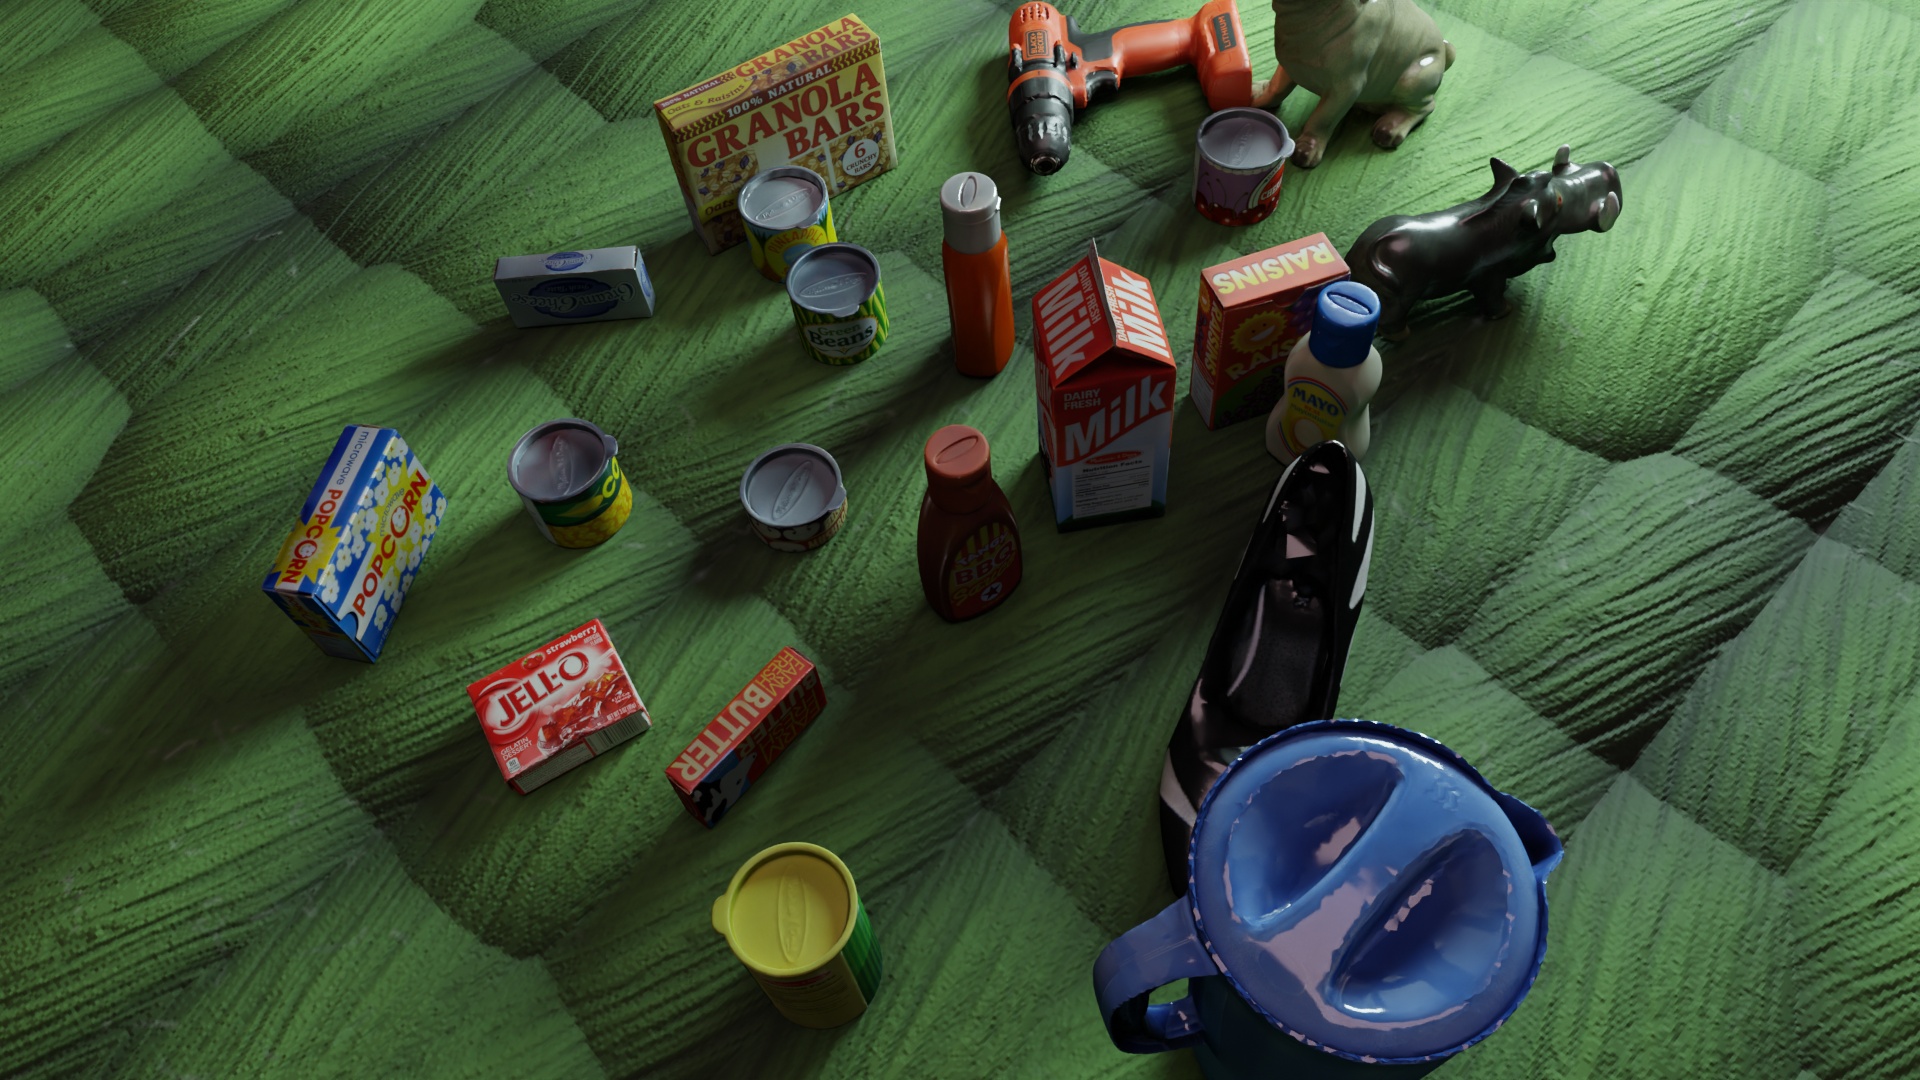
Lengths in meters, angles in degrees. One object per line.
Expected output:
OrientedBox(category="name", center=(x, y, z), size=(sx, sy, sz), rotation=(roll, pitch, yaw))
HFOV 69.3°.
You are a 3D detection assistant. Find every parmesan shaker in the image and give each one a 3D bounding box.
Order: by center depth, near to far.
OrientedBox(category="parmesan shaker", center=(-0.081, 0.204, 0.711), size=(0.071, 0.102, 0.071), rotation=(-2, 57, 4))

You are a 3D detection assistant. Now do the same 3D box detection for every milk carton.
OrientedBox(category="milk carton", center=(0.085, -0.090, 0.837), size=(0.073, 0.189, 0.072), rotation=(-10, 57, -1))

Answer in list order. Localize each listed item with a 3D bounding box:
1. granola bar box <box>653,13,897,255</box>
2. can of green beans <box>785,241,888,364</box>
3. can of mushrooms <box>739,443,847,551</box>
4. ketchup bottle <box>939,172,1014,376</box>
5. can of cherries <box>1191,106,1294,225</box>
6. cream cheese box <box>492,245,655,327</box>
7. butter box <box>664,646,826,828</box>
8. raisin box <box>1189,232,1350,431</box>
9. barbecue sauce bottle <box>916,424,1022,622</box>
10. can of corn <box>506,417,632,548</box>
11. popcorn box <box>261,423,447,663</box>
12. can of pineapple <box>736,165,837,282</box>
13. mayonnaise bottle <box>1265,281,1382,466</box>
OrientedBox(category="granola bar box", center=(-0.133, -0.301, 1.032), size=(0.166, 0.123, 0.039), rotation=(-29, 60, -14))
OrientedBox(category="can of green beans", center=(-0.086, -0.166, 0.980), size=(0.071, 0.057, 0.071), rotation=(-2, 57, 4))
OrientedBox(category="can of mushrooms", center=(-0.106, -0.027, 0.905), size=(0.071, 0.033, 0.071), rotation=(-2, 57, 4))
OrientedBox(category="ketchup bottle", center=(0.011, -0.178, 0.925), size=(0.043, 0.148, 0.065), rotation=(4, 58, 8))
OrientedBox(category="can of cherries", center=(0.208, -0.274, 1.025), size=(0.071, 0.058, 0.072), rotation=(-2, 57, 4))
OrientedBox(category="cream cheese box", center=(-0.279, -0.184, 1.011), size=(0.104, 0.053, 0.024), rotation=(-5, 57, 2))
OrientedBox(category="butter box", center=(-0.122, 0.113, 0.804), size=(0.024, 0.053, 0.104), rotation=(33, 65, 23))
OrientedBox(category="raisin box", center=(0.196, -0.132, 0.894), size=(0.086, 0.122, 0.040), rotation=(-18, 58, -6))
OrientedBox(category="barbecue sauce bottle", center=(0.003, -0.010, 0.817), size=(0.065, 0.147, 0.044), rotation=(-32, 60, -15))
OrientedBox(category="can of corn", center=(-0.252, -0.037, 0.910), size=(0.071, 0.058, 0.071), rotation=(-2, 57, 4))
OrientedBox(category="popcorn box", center=(-0.379, 0.001, 0.880), size=(0.038, 0.084, 0.127), rotation=(7, 58, 9))
OrientedBox(category="can of pineapple", center=(-0.126, -0.232, 1.026), size=(0.071, 0.057, 0.071), rotation=(-2, 57, 4))
OrientedBox(category="mayonnaise bottle", center=(0.226, -0.096, 0.854), size=(0.065, 0.147, 0.041), rotation=(31, 65, 22))
